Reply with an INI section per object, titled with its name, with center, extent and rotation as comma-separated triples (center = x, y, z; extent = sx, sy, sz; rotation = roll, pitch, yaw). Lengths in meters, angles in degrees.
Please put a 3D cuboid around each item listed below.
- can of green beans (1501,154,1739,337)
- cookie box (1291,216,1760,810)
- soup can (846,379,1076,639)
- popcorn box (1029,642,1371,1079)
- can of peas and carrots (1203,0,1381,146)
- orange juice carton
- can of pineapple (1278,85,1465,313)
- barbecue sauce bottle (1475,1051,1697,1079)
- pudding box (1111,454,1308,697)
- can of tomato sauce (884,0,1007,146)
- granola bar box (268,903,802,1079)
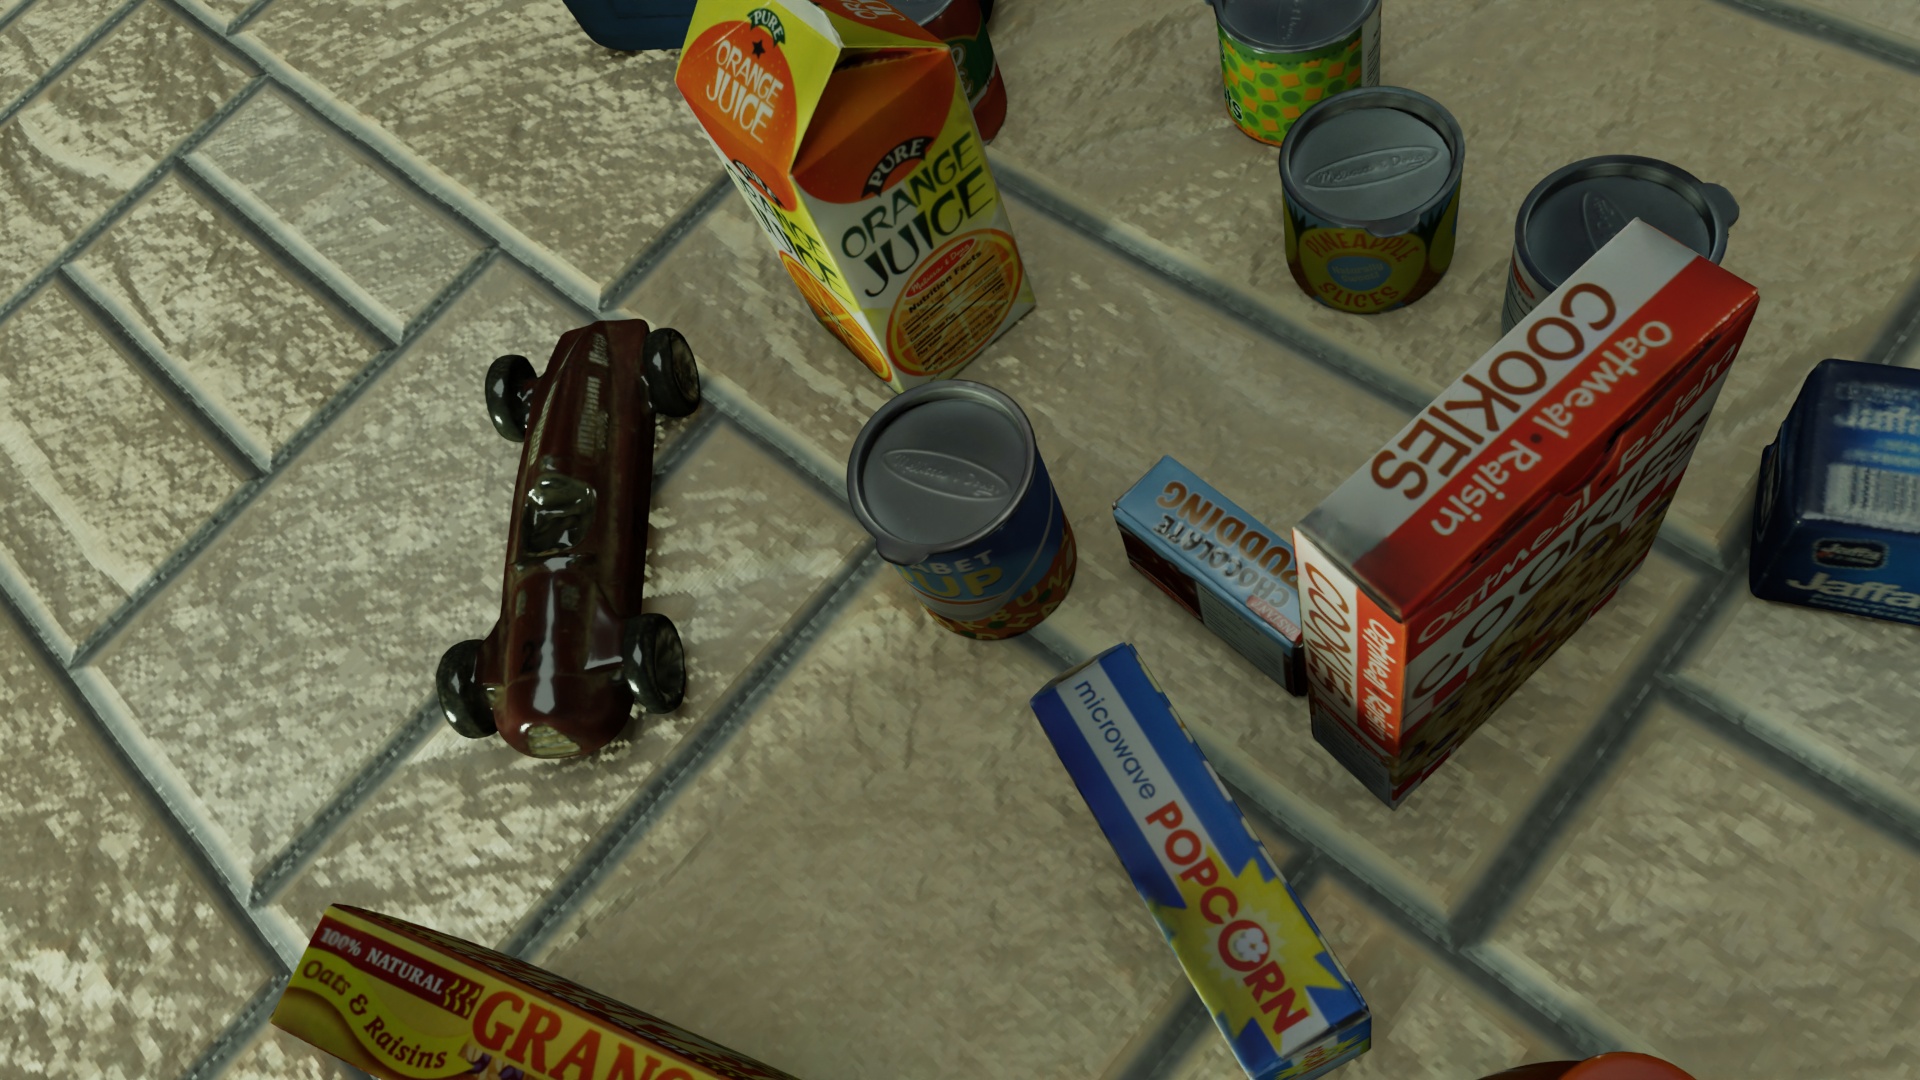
[can of green beans]
center = 0.230, -0.093, 0.494
extent = 0.071, 0.057, 0.071
rotation = -6, 63, 13
[cookie box]
center = 0.157, 0.004, 0.403
extent = 0.123, 0.167, 0.040
rotation = -42, 61, -7
[soup can]
center = 0.002, -0.006, 0.500
extent = 0.071, 0.083, 0.071
rotation = -6, 63, 13
[popcorn box]
center = 0.074, 0.102, 0.425
extent = 0.038, 0.085, 0.127
rotation = -31, 60, 0
[can of peas and carrots]
center = 0.138, -0.207, 0.577
extent = 0.071, 0.058, 0.071
rotation = -6, 63, 13
[orange juice carton]
center = -0.038, -0.138, 0.515
extent = 0.073, 0.192, 0.072
rotation = -42, 61, -7
[can of pineapple]
center = 0.157, -0.128, 0.533
extent = 0.071, 0.057, 0.071
rotation = -6, 63, 13
[barbecue sauce bottle]
center = 0.154, 0.153, 0.340
extent = 0.065, 0.148, 0.044
rotation = 10, 68, 20
[pudding box]
center = 0.094, 0.012, 0.484
extent = 0.030, 0.049, 0.084
rotation = -45, 61, -9
[can of tomato sauce]
center = -0.019, -0.214, 0.611
extent = 0.071, 0.083, 0.071
rotation = -6, 63, 13
[granola bar box]
center = -0.101, 0.164, 0.420
extent = 0.165, 0.123, 0.039
rotation = 14, 69, 22
